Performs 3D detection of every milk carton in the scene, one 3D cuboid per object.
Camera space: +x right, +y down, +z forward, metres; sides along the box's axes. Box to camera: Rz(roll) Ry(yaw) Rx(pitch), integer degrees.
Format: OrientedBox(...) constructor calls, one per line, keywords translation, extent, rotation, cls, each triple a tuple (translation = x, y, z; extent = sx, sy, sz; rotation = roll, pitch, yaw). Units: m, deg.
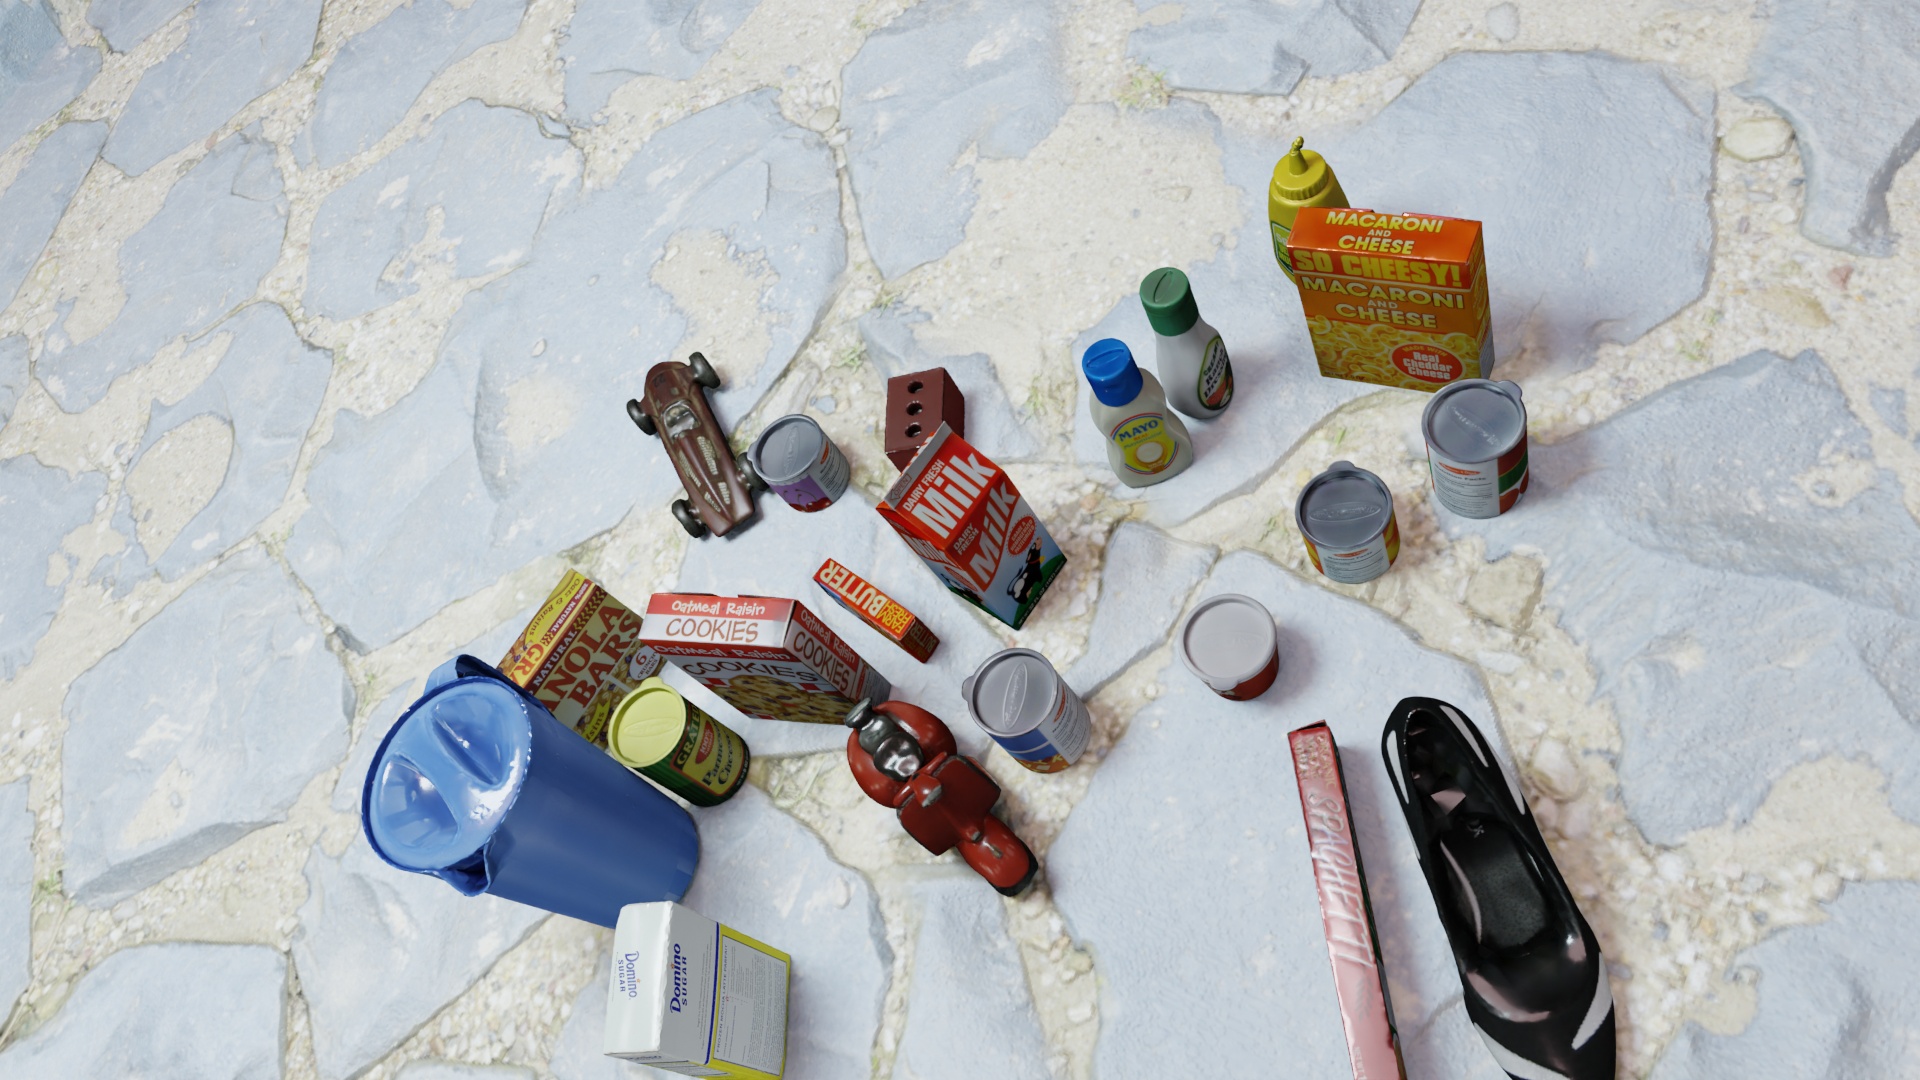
OrientedBox(translation=(0.004, -0.013, 1.017), extent=(0.073, 0.190, 0.072), rotation=(30, 78, 33), cls="milk carton")

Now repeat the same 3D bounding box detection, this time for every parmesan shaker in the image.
OrientedBox(translation=(-0.214, 0.157, 1.070), extent=(0.071, 0.102, 0.071), rotation=(-10, 59, 18), cls="parmesan shaker")

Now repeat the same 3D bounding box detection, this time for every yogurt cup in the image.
OrientedBox(translation=(0.191, 0.078, 0.969), extent=(0.072, 0.053, 0.073), rotation=(-10, 59, 18), cls="yogurt cup")

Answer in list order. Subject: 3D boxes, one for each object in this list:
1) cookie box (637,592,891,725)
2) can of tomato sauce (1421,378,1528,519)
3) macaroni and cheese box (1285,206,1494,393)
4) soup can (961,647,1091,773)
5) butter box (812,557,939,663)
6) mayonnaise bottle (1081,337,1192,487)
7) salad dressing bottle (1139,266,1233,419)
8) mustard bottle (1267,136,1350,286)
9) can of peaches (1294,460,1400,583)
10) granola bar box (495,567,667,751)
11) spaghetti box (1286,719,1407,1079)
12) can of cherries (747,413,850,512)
OrientedBox(translation=(-0.142, 0.090, 1.037), extent=(0.123, 0.167, 0.040), rotation=(1, 64, 24), cls="cookie box")
OrientedBox(translation=(0.357, -0.063, 0.958), extent=(0.071, 0.083, 0.071), rotation=(-10, 59, 18), cls="can of tomato sauce")
OrientedBox(translation=(0.308, -0.168, 0.987), extent=(0.124, 0.166, 0.040), rotation=(13, 69, 29), cls="macaroni and cheese box")
OrientedBox(translation=(0.048, 0.122, 0.988), extent=(0.071, 0.083, 0.071), rotation=(-10, 59, 18), cls="soup can")
OrientedBox(translation=(-0.066, 0.055, 1.094), extent=(0.104, 0.053, 0.024), rotation=(32, 79, 34), cls="butter box")
OrientedBox(translation=(0.128, -0.095, 1.035), extent=(0.065, 0.147, 0.041), rotation=(-22, 57, 11), cls="mayonnaise bottle")
OrientedBox(translation=(0.170, -0.147, 1.047), extent=(0.044, 0.147, 0.064), rotation=(17, 71, 30), cls="salad dressing bottle")
OrientedBox(translation=(0.264, -0.250, 1.056), extent=(0.065, 0.159, 0.049), rotation=(37, 82, 34), cls="mustard bottle")
OrientedBox(translation=(0.274, -0.012, 0.981), extent=(0.071, 0.058, 0.071), rotation=(-10, 59, 18), cls="can of peaches")
OrientedBox(translation=(-0.318, 0.121, 1.123), extent=(0.039, 0.124, 0.166), rotation=(25, 75, 32), cls="granola bar box")
OrientedBox(translation=(0.241, 0.237, 0.861), extent=(0.028, 0.050, 0.251), rotation=(-14, 58, 16), cls="spaghetti box")
OrientedBox(translation=(-0.138, -0.066, 1.189), extent=(0.071, 0.058, 0.072), rotation=(-10, 59, 18), cls="can of cherries")
